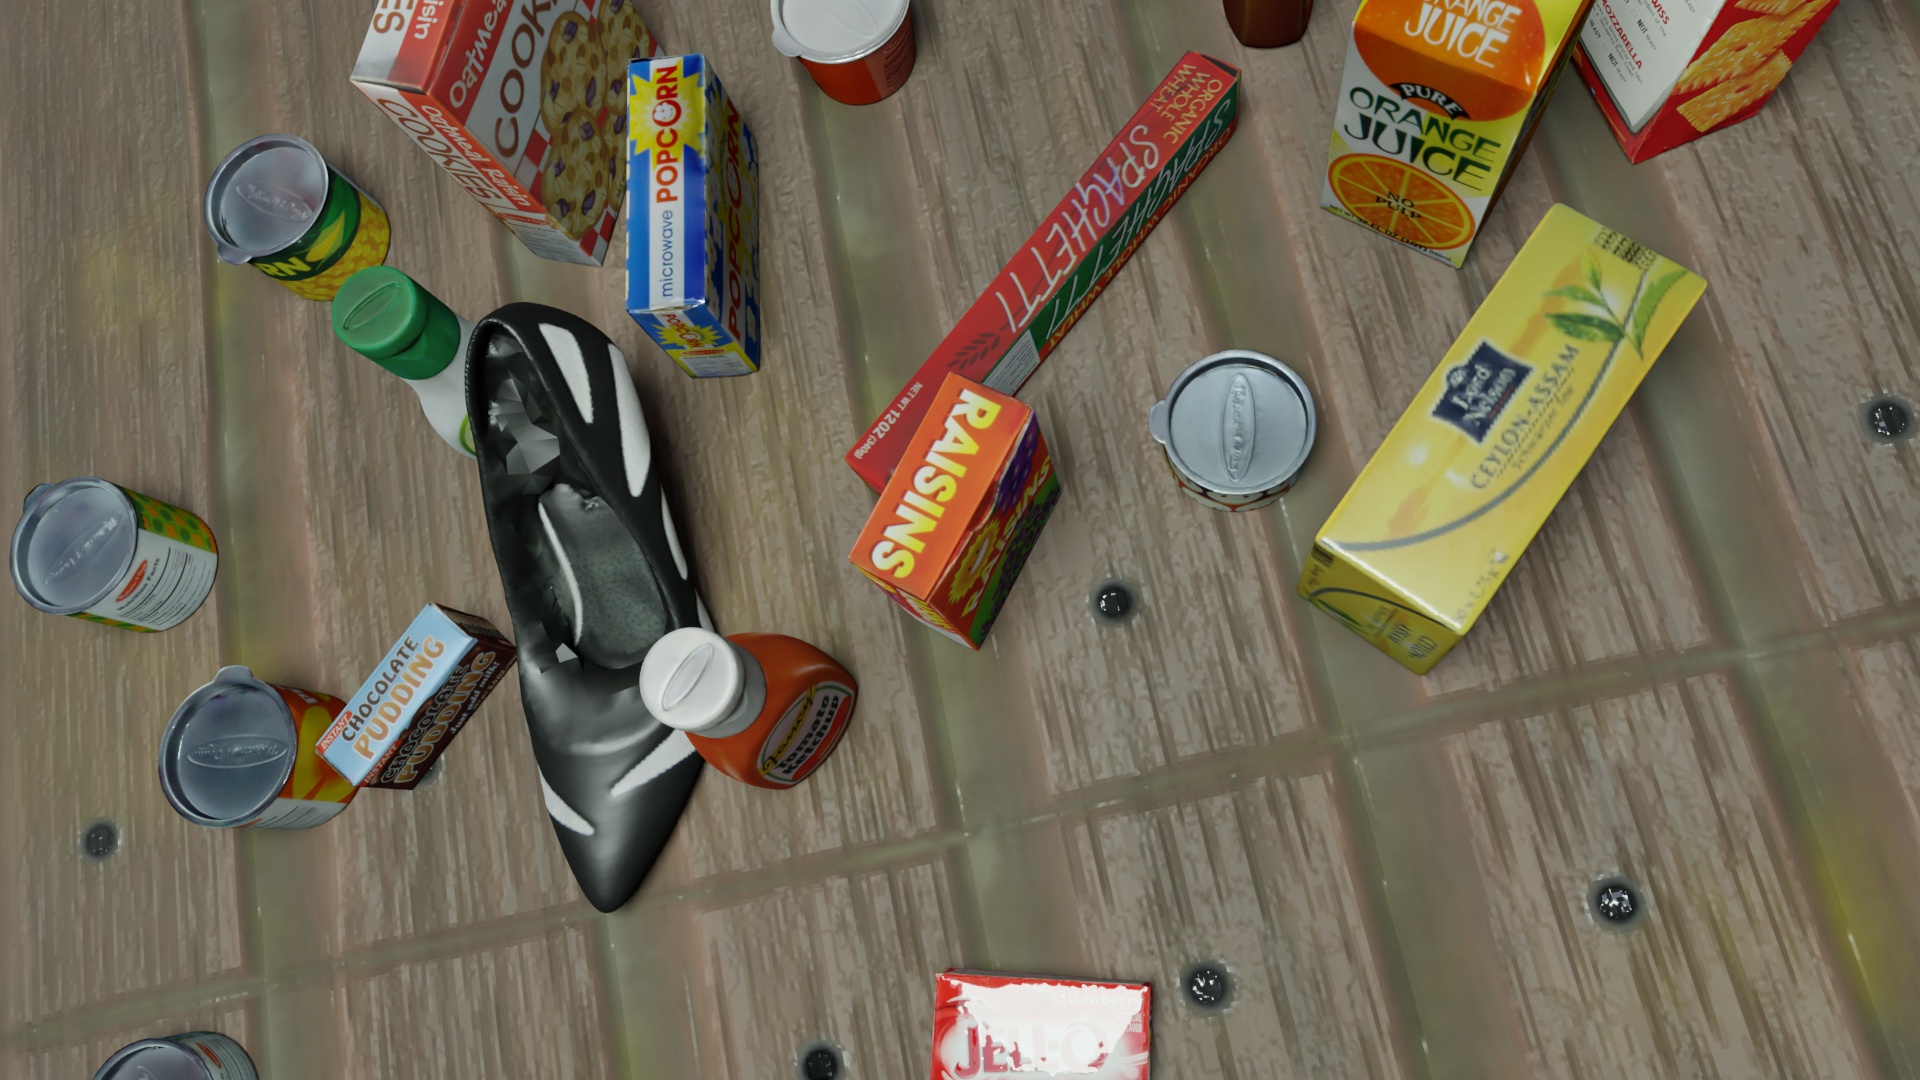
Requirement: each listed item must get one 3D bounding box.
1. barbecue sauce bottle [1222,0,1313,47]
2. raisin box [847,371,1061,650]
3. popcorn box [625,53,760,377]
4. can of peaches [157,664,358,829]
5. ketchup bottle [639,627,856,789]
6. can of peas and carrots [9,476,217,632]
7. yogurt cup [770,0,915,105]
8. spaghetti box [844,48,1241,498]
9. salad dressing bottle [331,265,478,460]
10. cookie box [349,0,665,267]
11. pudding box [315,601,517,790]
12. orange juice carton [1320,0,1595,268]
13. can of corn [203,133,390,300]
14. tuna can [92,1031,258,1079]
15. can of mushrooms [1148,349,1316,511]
[{"bbox_3d":[0.138,-0.283,0.608,0.044,0.148,0.065,-3,76,9],"label":"barbecue sauce bottle"},{"bbox_3d":[0.002,-0.007,0.574,0.040,0.123,0.086,27,82,15],"label":"raisin box"},{"bbox_3d":[-0.124,-0.149,0.651,0.038,0.085,0.127,-5,75,8],"label":"popcorn box"},{"bbox_3d":[-0.317,0.096,0.636,0.071,0.058,0.071,-2,76,9],"label":"can of peaches"},{"bbox_3d":[-0.085,0.065,0.557,0.043,0.148,0.065,32,84,15],"label":"ketchup bottle"},{"bbox_3d":[-0.410,0.007,0.673,0.071,0.058,0.071,-2,76,9],"label":"can of peas and carrots"},{"bbox_3d":[-0.053,-0.251,0.682,0.072,0.054,0.072,-2,76,9],"label":"yogurt cup"},{"bbox_3d":[0.041,-0.116,0.634,0.029,0.050,0.250,38,85,16],"label":"spaghetti box"},{"bbox_3d":[-0.220,-0.075,0.616,0.064,0.147,0.044,-39,74,-1],"label":"salad dressing bottle"},{"bbox_3d":[-0.197,-0.218,0.638,0.040,0.167,0.123,11,79,12],"label":"cookie box"},{"bbox_3d":[-0.247,0.072,0.634,0.030,0.049,0.084,36,84,16],"label":"pudding box"},{"bbox_3d":[0.199,-0.190,0.552,0.072,0.192,0.073,29,83,15],"label":"orange juice carton"},{"bbox_3d":[-0.335,-0.160,0.703,0.071,0.058,0.071,-2,76,9],"label":"can of corn"},{"bbox_3d":[-0.351,0.255,0.614,0.071,0.032,0.071,-2,76,9],"label":"tuna can"},{"bbox_3d":[0.119,-0.048,0.612,0.071,0.033,0.071,-2,76,9],"label":"can of mushrooms"}]
